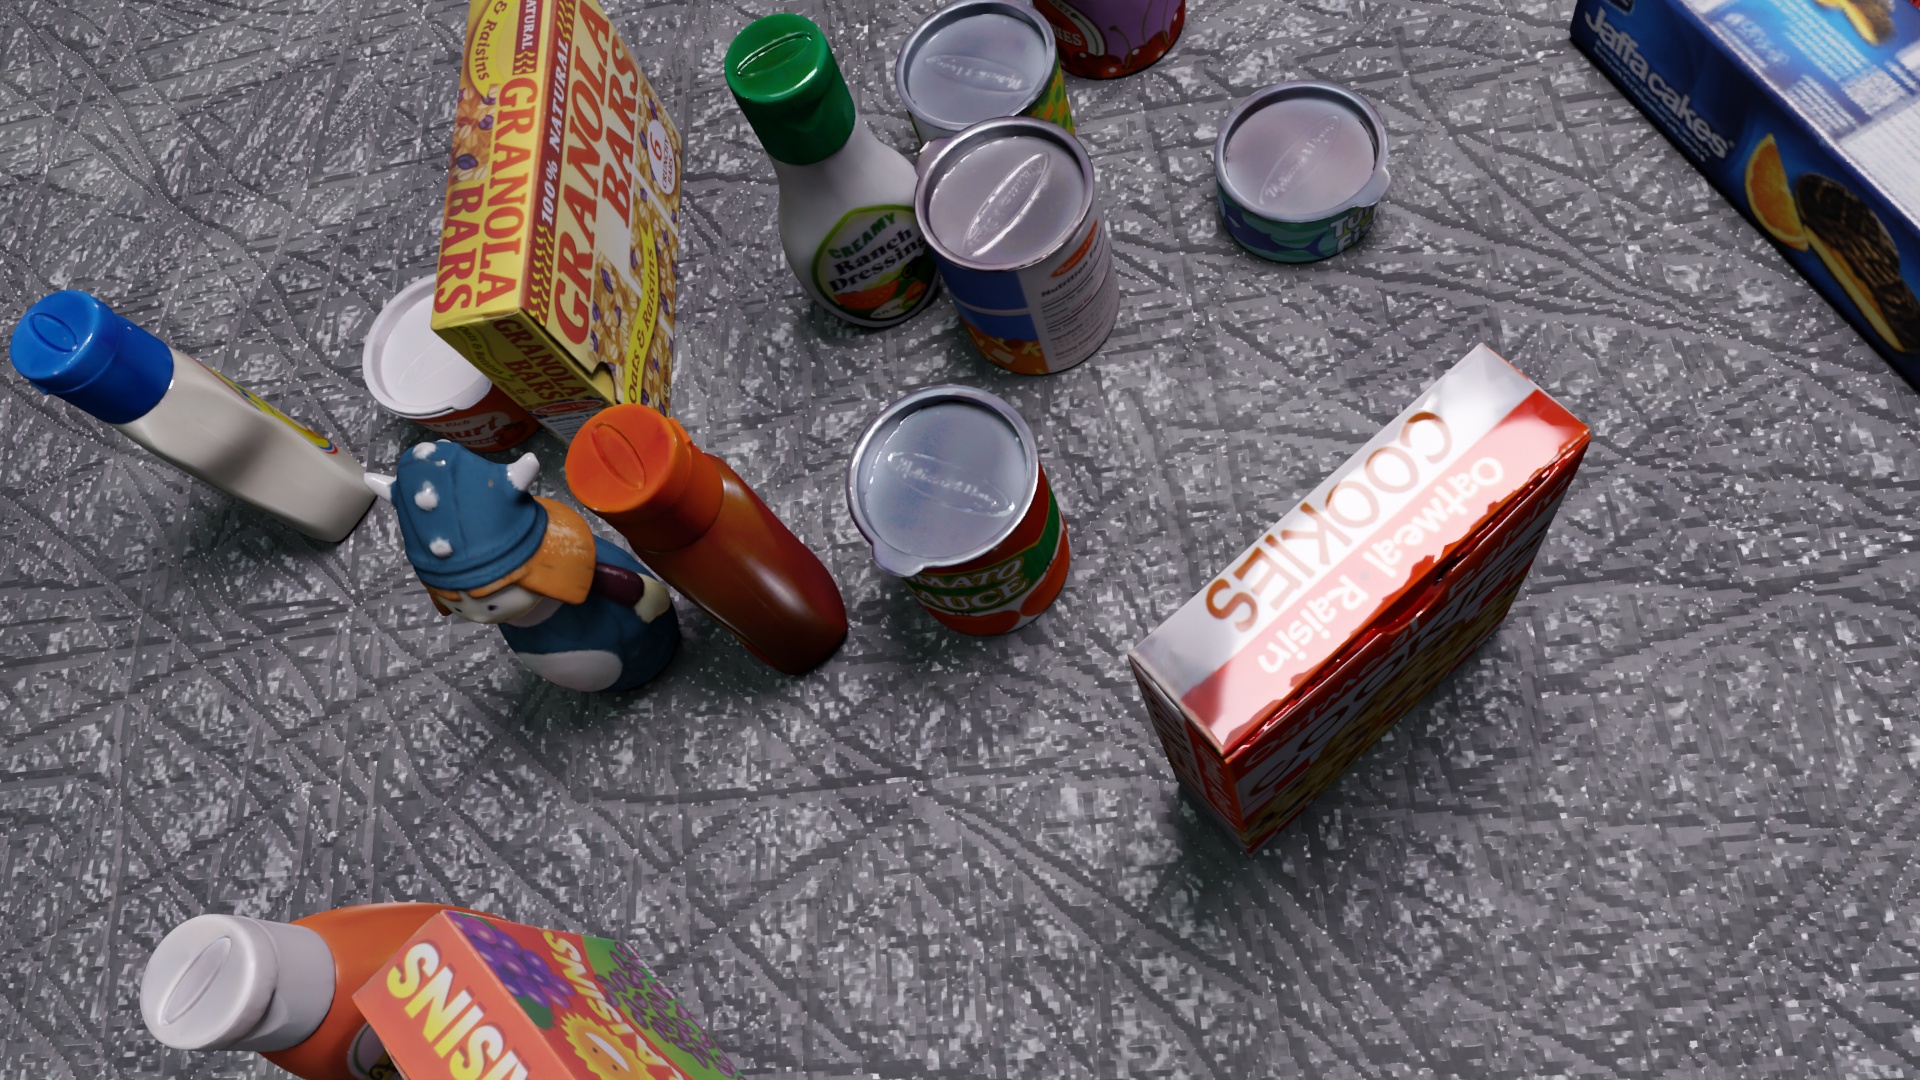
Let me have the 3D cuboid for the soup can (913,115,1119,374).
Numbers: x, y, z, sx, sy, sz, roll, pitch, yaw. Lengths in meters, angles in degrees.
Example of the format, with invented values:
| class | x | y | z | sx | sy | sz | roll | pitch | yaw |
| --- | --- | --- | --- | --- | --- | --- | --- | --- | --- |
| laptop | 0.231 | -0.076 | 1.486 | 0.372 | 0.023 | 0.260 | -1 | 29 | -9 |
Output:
| class | x | y | z | sx | sy | sz | roll | pitch | yaw |
| --- | --- | --- | --- | --- | --- | --- | --- | --- | --- |
| soup can | 0.022 | -0.113 | 0.536 | 0.071 | 0.083 | 0.071 | -5 | 68 | 12 |

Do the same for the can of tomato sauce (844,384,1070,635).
| class | x | y | z | sx | sy | sz | roll | pitch | yaw |
| --- | --- | --- | --- | --- | --- | --- | --- | --- | --- |
| can of tomato sauce | 0.002 | -0.006 | 0.500 | 0.071 | 0.083 | 0.071 | -5 | 68 | 12 |

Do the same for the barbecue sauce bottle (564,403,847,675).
| class | x | y | z | sx | sy | sz | roll | pitch | yaw |
| --- | --- | --- | --- | --- | --- | --- | --- | --- | --- |
| barbecue sauce bottle | -0.085 | 0.000 | 0.482 | 0.044 | 0.148 | 0.065 | -39 | 66 | -3 |

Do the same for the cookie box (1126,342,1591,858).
| class | x | y | z | sx | sy | sz | roll | pitch | yaw |
| --- | --- | --- | --- | --- | --- | --- | --- | --- | --- |
| cookie box | 0.116 | 0.030 | 0.413 | 0.123 | 0.167 | 0.040 | -41 | 66 | -4 |

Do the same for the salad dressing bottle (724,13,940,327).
| class | x | y | z | sx | sy | sz | roll | pitch | yaw |
| --- | --- | --- | --- | --- | --- | --- | --- | --- | --- |
| salad dressing bottle | -0.047 | -0.135 | 0.526 | 0.064 | 0.147 | 0.044 | -27 | 66 | 2 |

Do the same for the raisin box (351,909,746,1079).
| class | x | y | z | sx | sy | sz | roll | pitch | yaw |
| --- | --- | --- | --- | --- | --- | --- | --- | --- | --- |
| raisin box | -0.121 | 0.165 | 0.439 | 0.086 | 0.123 | 0.040 | 41 | 83 | 23 |

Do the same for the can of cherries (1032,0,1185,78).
| class | x | y | z | sx | sy | sz | roll | pitch | yaw |
| --- | --- | --- | --- | --- | --- | --- | --- | --- | --- |
| can of cherries | 0.059 | -0.240 | 0.591 | 0.071 | 0.058 | 0.072 | -5 | 68 | 12 |

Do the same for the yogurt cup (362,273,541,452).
| class | x | y | z | sx | sy | sz | roll | pitch | yaw |
| --- | --- | --- | --- | --- | --- | --- | --- | --- | --- |
| yogurt cup | -0.209 | -0.073 | 0.591 | 0.072 | 0.053 | 0.072 | -5 | 68 | 12 |

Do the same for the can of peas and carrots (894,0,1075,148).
| class | x | y | z | sx | sy | sz | roll | pitch | yaw |
| --- | --- | --- | --- | --- | --- | --- | --- | --- | --- |
| can of peas and carrots | 0.013 | -0.183 | 0.580 | 0.071 | 0.058 | 0.071 | -5 | 68 | 12 |

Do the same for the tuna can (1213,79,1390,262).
| class | x | y | z | sx | sy | sz | roll | pitch | yaw |
| --- | --- | --- | --- | --- | --- | --- | --- | --- | --- |
| tuna can | 0.136 | -0.144 | 0.550 | 0.071 | 0.032 | 0.071 | -4 | 68 | 12 |

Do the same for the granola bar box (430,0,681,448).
| class | x | y | z | sx | sy | sz | roll | pitch | yaw |
| --- | --- | --- | --- | --- | --- | --- | --- | --- | --- |
| granola bar box | -0.156 | -0.131 | 0.563 | 0.039 | 0.124 | 0.166 | -7 | 68 | 11 |

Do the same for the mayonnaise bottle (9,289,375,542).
| class | x | y | z | sx | sy | sz | roll | pitch | yaw |
| --- | --- | --- | --- | --- | --- | --- | --- | --- | --- |
| mayonnaise bottle | -0.300 | -0.047 | 0.551 | 0.065 | 0.147 | 0.041 | 30 | 79 | 22 |

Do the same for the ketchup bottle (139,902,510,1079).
| class | x | y | z | sx | sy | sz | roll | pitch | yaw |
| --- | --- | --- | --- | --- | --- | --- | --- | --- | --- |
| ketchup bottle | -0.196 | 0.147 | 0.450 | 0.043 | 0.148 | 0.065 | 29 | 79 | 22 |
